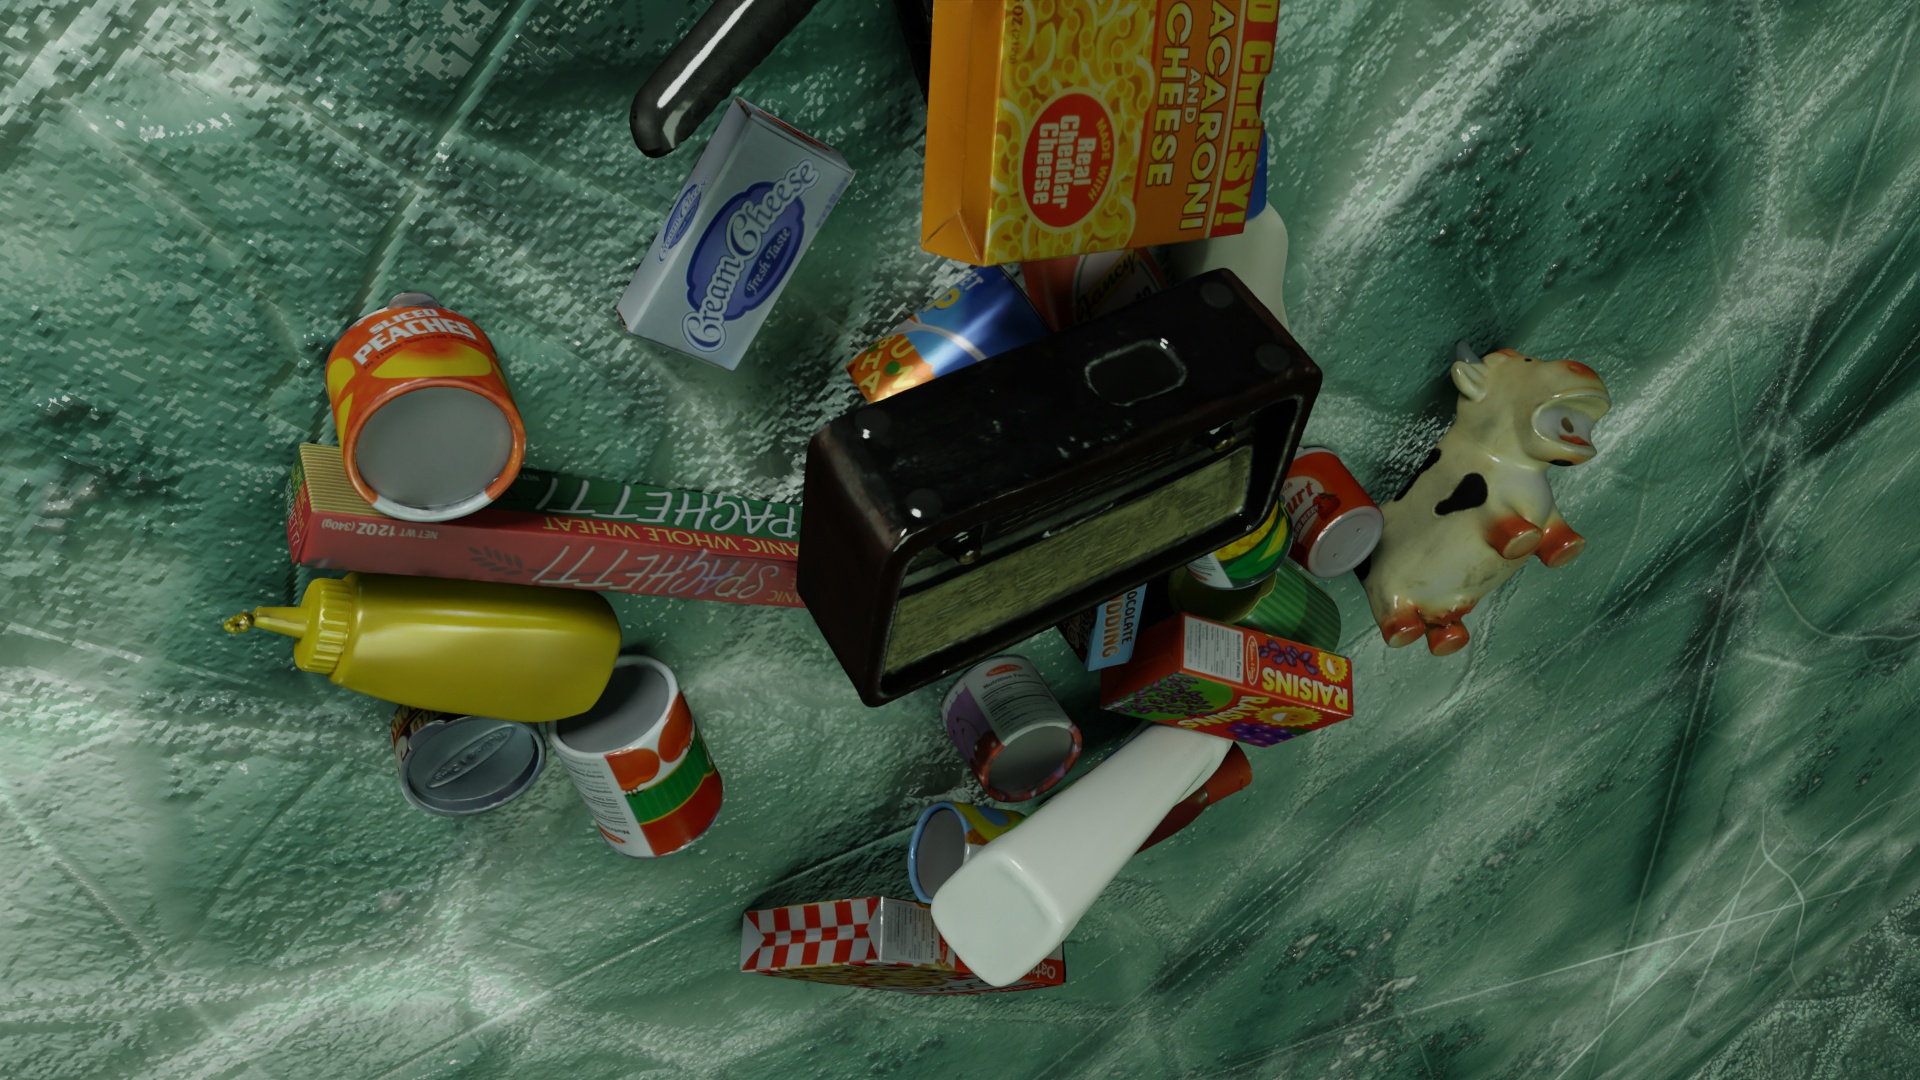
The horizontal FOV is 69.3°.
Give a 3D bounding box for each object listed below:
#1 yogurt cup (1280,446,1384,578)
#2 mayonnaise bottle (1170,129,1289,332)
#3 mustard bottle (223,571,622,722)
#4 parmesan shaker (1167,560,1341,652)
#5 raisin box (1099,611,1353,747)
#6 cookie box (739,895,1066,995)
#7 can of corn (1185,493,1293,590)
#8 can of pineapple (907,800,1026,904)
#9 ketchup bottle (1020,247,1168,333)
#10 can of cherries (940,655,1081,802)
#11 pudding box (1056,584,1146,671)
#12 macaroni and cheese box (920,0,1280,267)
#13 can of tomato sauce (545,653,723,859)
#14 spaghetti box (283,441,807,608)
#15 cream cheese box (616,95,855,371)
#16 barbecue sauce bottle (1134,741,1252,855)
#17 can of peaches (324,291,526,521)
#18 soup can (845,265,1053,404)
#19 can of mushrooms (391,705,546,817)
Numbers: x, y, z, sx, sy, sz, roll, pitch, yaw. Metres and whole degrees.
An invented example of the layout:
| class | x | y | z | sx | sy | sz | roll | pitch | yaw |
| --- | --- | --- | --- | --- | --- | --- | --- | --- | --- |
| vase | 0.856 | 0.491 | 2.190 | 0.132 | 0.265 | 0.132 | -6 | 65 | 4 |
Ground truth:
| class | x | y | z | sx | sy | sz | roll | pitch | yaw |
| --- | --- | --- | --- | --- | --- | --- | --- | --- | --- |
| yogurt cup | 0.216 | -0.014 | 0.834 | 0.072 | 0.054 | 0.072 | -18 | 134 | -19 |
| mayonnaise bottle | 0.133 | -0.135 | 0.691 | 0.065 | 0.041 | 0.147 | -24 | 134 | -15 |
| mustard bottle | -0.232 | 0.041 | 0.604 | 0.160 | 0.049 | 0.065 | 12 | 117 | -38 |
| parmesan shaker | 0.183 | 0.041 | 0.846 | 0.071 | 0.071 | 0.103 | -48 | 135 | 11 |
| raisin box | 0.156 | 0.084 | 0.819 | 0.123 | 0.040 | 0.085 | 16 | 152 | -22 |
| cookie box | -0.033 | 0.257 | 0.870 | 0.122 | 0.040 | 0.167 | -19 | 150 | 38 |
| can of corn | 0.149 | -0.017 | 0.781 | 0.071 | 0.071 | 0.058 | -38 | 136 | 1 |
| can of pineapple | 0.007 | 0.199 | 0.872 | 0.058 | 0.071 | 0.070 | 17 | 116 | -33 |
| ketchup bottle | 0.056 | -0.131 | 0.643 | 0.065 | 0.044 | 0.148 | -39 | 136 | -6 |
| can of cherries | 0.030 | 0.113 | 0.821 | 0.072 | 0.058 | 0.071 | -17 | 132 | -19 |
| pudding box | 0.080 | 0.027 | 0.786 | 0.030 | 0.050 | 0.083 | -11 | 131 | -22 |
| macaroni and cheese box | 0.061 | -0.180 | 0.559 | 0.167 | 0.040 | 0.123 | -17 | 120 | -40 |
| can of tomato sauce | -0.160 | 0.106 | 0.692 | 0.071 | 0.071 | 0.082 | -24 | 134 | -13 |
| spaghetti box | -0.159 | -0.003 | 0.612 | 0.250 | 0.050 | 0.028 | 7 | 123 | -36 |
| cream cheese box | -0.093 | -0.123 | 0.571 | 0.053 | 0.024 | 0.103 | 19 | 114 | -40 |
| barbecue sauce bottle | 0.129 | 0.182 | 0.951 | 0.149 | 0.044 | 0.064 | -23 | 135 | -15 |
| can of peaches | -0.207 | -0.051 | 0.536 | 0.071 | 0.058 | 0.070 | -17 | 133 | -19 |
| soup can | -0.002 | -0.080 | 0.636 | 0.084 | 0.071 | 0.071 | -36 | 136 | 1 |
| can of mushrooms | -0.235 | 0.095 | 0.659 | 0.071 | 0.033 | 0.070 | -17 | 133 | -19 |
